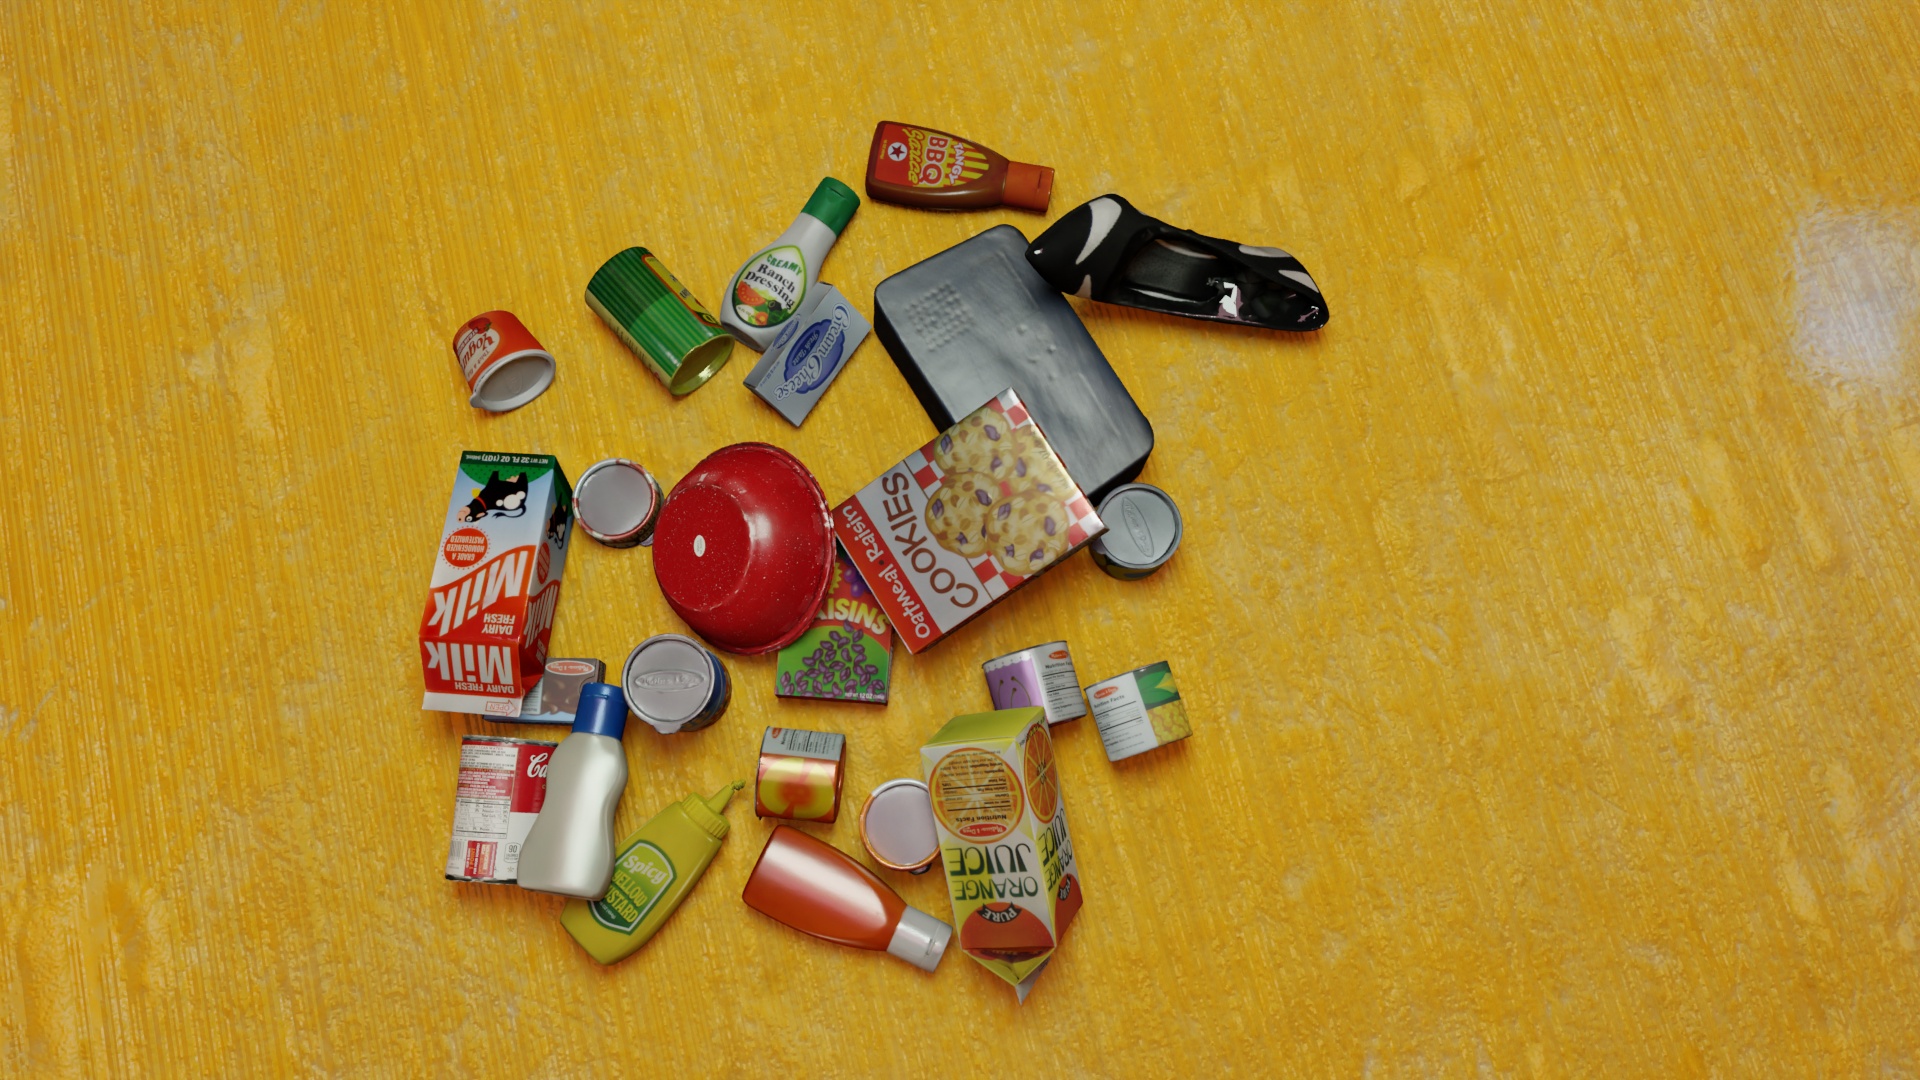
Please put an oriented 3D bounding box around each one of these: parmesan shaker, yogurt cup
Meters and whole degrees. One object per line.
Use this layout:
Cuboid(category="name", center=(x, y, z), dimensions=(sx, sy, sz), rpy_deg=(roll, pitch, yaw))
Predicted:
Cuboid(category="parmesan shaker", center=(-0.235, -0.172, 1.082), dimensions=(0.071, 0.071, 0.103), rpy_deg=(-43, 82, -8))
Cuboid(category="yogurt cup", center=(-0.357, -0.142, 1.079), dimensions=(0.072, 0.072, 0.054), rpy_deg=(-34, 73, -7))

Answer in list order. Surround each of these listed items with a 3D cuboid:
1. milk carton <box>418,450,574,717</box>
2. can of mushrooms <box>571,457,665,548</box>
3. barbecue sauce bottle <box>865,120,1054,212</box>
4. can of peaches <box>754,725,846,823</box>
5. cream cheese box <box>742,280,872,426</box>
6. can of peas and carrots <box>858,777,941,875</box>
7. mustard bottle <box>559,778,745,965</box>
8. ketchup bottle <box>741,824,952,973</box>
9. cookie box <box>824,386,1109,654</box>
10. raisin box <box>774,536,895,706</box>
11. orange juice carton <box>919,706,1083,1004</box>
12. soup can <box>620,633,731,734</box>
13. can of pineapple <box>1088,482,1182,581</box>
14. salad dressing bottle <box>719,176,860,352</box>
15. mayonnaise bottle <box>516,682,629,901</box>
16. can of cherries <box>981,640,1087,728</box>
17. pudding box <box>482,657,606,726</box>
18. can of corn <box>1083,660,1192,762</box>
Cuboid(category="milk carton", center=(-0.339, 0.035, 1.015), dimensions=(0.072, 0.073, 0.191), rpy_deg=(4, 65, 0))
Cuboid(category="can of mushrooms", center=(-0.262, -0.027, 1.070), dimensions=(0.071, 0.033, 0.071), rpy_deg=(0, 77, -1))
Cuboid(category="barbecue sauce bottle", center=(0.000, -0.296, 1.125), dimensions=(0.149, 0.043, 0.065), rpy_deg=(11, 77, 1))
Cuboid(category="can of peaches", center=(-0.116, 0.173, 1.014), dimensions=(0.058, 0.071, 0.071), rpy_deg=(5, 78, 0))
Cuboid(category="cream cheese box", center=(-0.119, -0.146, 1.087), dimensions=(0.024, 0.053, 0.104), rpy_deg=(23, 75, 49))
Cuboid(category="can of peas and carrots", center=(-0.039, 0.209, 1.009), dimensions=(0.071, 0.058, 0.071), rpy_deg=(0, 78, 0))
Cuboid(category="mustard bottle", center=(-0.216, 0.231, 1.007), dimensions=(0.065, 0.048, 0.160), rpy_deg=(41, 81, 10))
Cuboid(category="ketchup bottle", center=(-0.079, 0.264, 1.005), dimensions=(0.149, 0.043, 0.065), rpy_deg=(25, 80, 4))
Cuboid(category="cookie box", center=(0.004, -0.013, 1.006), dimensions=(0.167, 0.040, 0.123), rpy_deg=(-34, 81, 8))
Cuboid(category="raisin box", center=(-0.092, 0.060, 1.051), dimensions=(0.086, 0.040, 0.123), rpy_deg=(4, 79, 0))
Cuboid(category="orange juice carton", center=(0.034, 0.221, 0.975), dimensions=(0.073, 0.072, 0.192), rpy_deg=(-9, 97, 21))
Cuboid(category="soup can", center=(-0.206, 0.108, 1.016), dimensions=(0.071, 0.083, 0.071), rpy_deg=(0, 78, 0))
Cuboid(category="can of pineapple", center=(0.130, -0.005, 1.057), dimensions=(0.071, 0.057, 0.071), rpy_deg=(0, 78, 0))
Cuboid(category="salad dressing bottle", center=(-0.134, -0.222, 1.107), dimensions=(0.064, 0.044, 0.148), rpy_deg=(32, 79, 0))
Cuboid(category="mayonnaise bottle", center=(-0.267, 0.177, 0.987), dimensions=(0.065, 0.041, 0.148), rpy_deg=(9, 69, 0))
Cuboid(category="can of cherries", center=(0.053, 0.111, 1.030), dimensions=(0.071, 0.071, 0.058), rpy_deg=(-16, 80, -4))
Cuboid(category="pudding box", center=(-0.311, 0.113, 1.041), dimensions=(0.084, 0.030, 0.050), rpy_deg=(1, 77, 0))
Cuboid(category="can of corn", center=(0.133, 0.126, 1.027), dimensions=(0.071, 0.071, 0.058), rpy_deg=(-18, 80, -4))
